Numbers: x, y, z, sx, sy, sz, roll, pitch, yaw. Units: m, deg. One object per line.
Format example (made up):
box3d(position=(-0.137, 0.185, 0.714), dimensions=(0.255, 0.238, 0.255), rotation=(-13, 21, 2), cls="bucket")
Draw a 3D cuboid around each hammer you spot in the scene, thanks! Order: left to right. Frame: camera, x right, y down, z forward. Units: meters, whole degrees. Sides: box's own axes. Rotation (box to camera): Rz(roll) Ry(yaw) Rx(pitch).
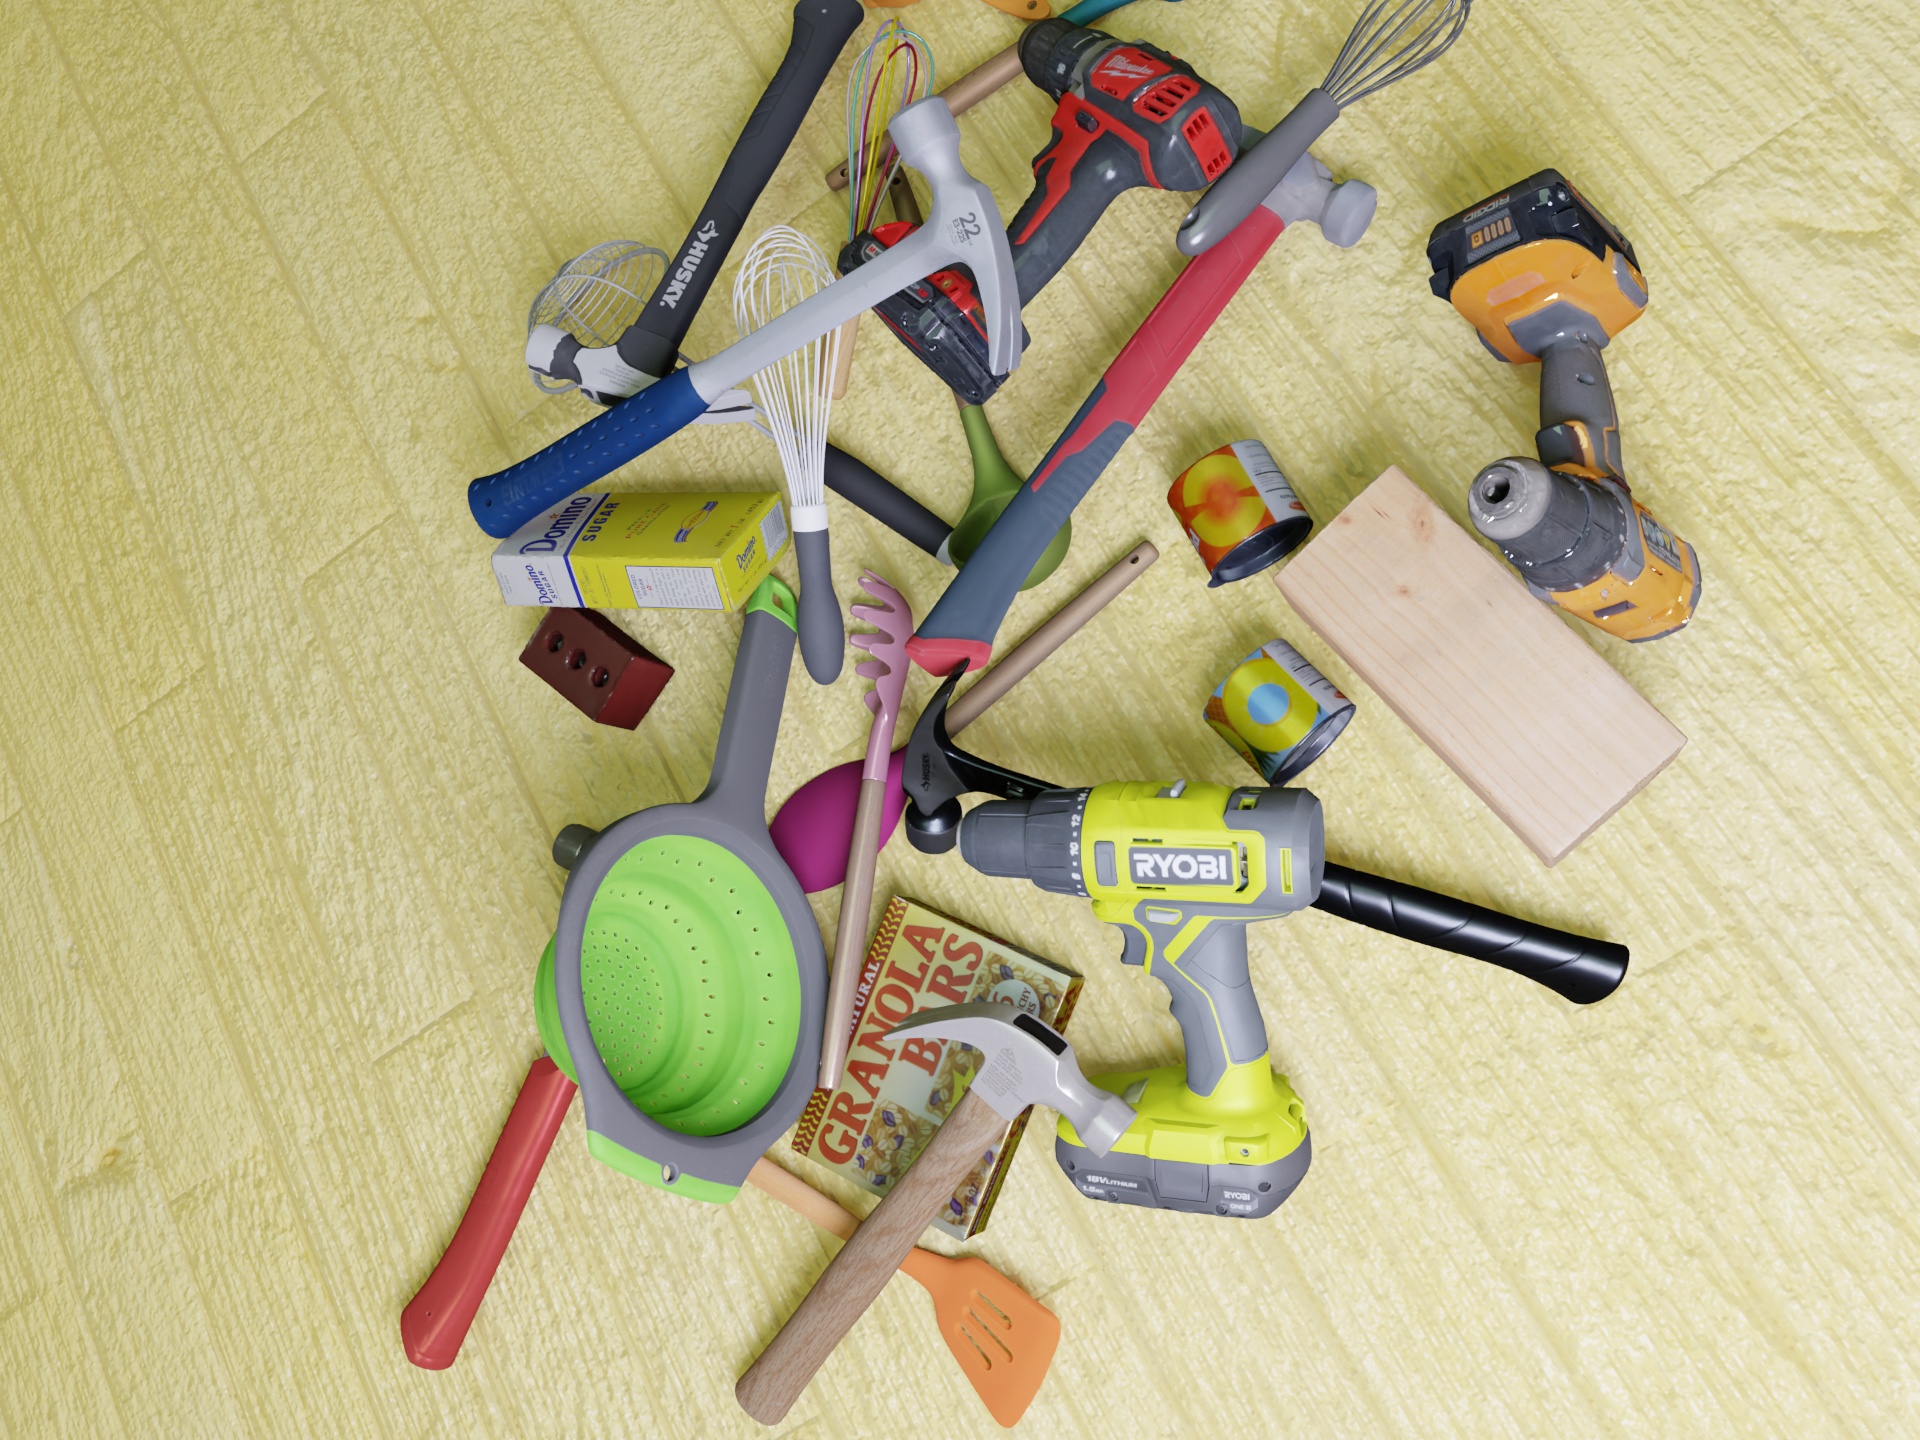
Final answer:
box3d(position=(-0.266, 0.256, 1.036), dimensions=(0.149, 0.036, 0.359), rotation=(24, 90, 21), cls="hammer")
box3d(position=(-0.142, -0.196, 0.932), dimensions=(0.405, 0.035, 0.144), rotation=(-22, 97, 31), cls="hammer")
box3d(position=(-0.143, -0.343, 1.044), dimensions=(0.146, 0.035, 0.335), rotation=(22, 74, 7), cls="hammer")
box3d(position=(-0.041, 0.287, 0.896), dimensions=(0.130, 0.031, 0.331), rotation=(40, 115, 13), cls="hammer")
box3d(position=(0.080, -0.193, 0.937), dimensions=(0.143, 0.038, 0.386), rotation=(33, 80, 22), cls="hammer")
box3d(position=(0.156, 0.073, 0.882), dimensions=(0.409, 0.149, 0.036), rotation=(17, 49, 15), cls="hammer")

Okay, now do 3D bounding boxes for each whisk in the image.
box3d(position=(-0.096, -0.158, 0.983), dimensions=(0.070, 0.070, 0.284), rotation=(2, 108, 20), cls="whisk")
box3d(position=(-0.062, -0.332, 1.039), dimensions=(0.047, 0.051, 0.245), rotation=(26, 107, 59), cls="whisk")
box3d(position=(0.213, -0.356, 0.923), dimensions=(0.239, 0.055, 0.055), rotation=(-45, 70, -1), cls="whisk")

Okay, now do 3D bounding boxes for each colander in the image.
box3d(position=(-0.167, 0.087, 0.960), dimensions=(0.094, 0.204, 0.397), rotation=(-18, 51, 35), cls="colander")

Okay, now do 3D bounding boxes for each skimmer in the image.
box3d(position=(-0.144, -0.203, 1.067), dimensions=(0.363, 0.090, 0.127), rotation=(35, 84, 11), cls="skimmer")

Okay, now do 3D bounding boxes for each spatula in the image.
box3d(position=(-0.086, 0.297, 0.950), dimensions=(0.323, 0.041, 0.081), rotation=(28, 108, 14), cls="spatula")
box3d(position=(0.042, -0.437, 1.029), dimensions=(0.317, 0.044, 0.082), rotation=(-30, 99, 15), cls="spatula")

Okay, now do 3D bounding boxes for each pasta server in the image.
box3d(position=(-0.064, 0.062, 0.967), dimensions=(0.040, 0.060, 0.316), rotation=(10, 76, -11), cls="pasta server")

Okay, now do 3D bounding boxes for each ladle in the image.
box3d(position=(-0.003, -0.225, 1.007), dimensions=(0.078, 0.062, 0.320), rotation=(-19, 73, 6), cls="ladle")

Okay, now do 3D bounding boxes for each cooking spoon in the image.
box3d(position=(-0.002, -0.003, 0.990), dimensions=(0.319, 0.017, 0.069), rotation=(-41, 71, 11), cls="cooking spoon")

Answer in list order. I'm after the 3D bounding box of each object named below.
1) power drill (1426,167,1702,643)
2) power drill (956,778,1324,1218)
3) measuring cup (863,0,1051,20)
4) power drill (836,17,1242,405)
box3d(position=(0.301, -0.163, 0.813), dimensions=(0.084, 0.185, 0.226), rotation=(-20, 66, 40), cls="power drill")
box3d(position=(0.099, 0.140, 0.852), dimensions=(0.190, 0.080, 0.228), rotation=(0, 107, 22), cls="power drill")
box3d(position=(-0.015, -0.513, 1.055), dimensions=(0.174, 0.052, 0.095), rotation=(36, 94, 23), cls="measuring cup")
box3d(position=(0.036, -0.320, 0.954), dimensions=(0.226, 0.080, 0.188), rotation=(-44, 50, 5), cls="power drill")
